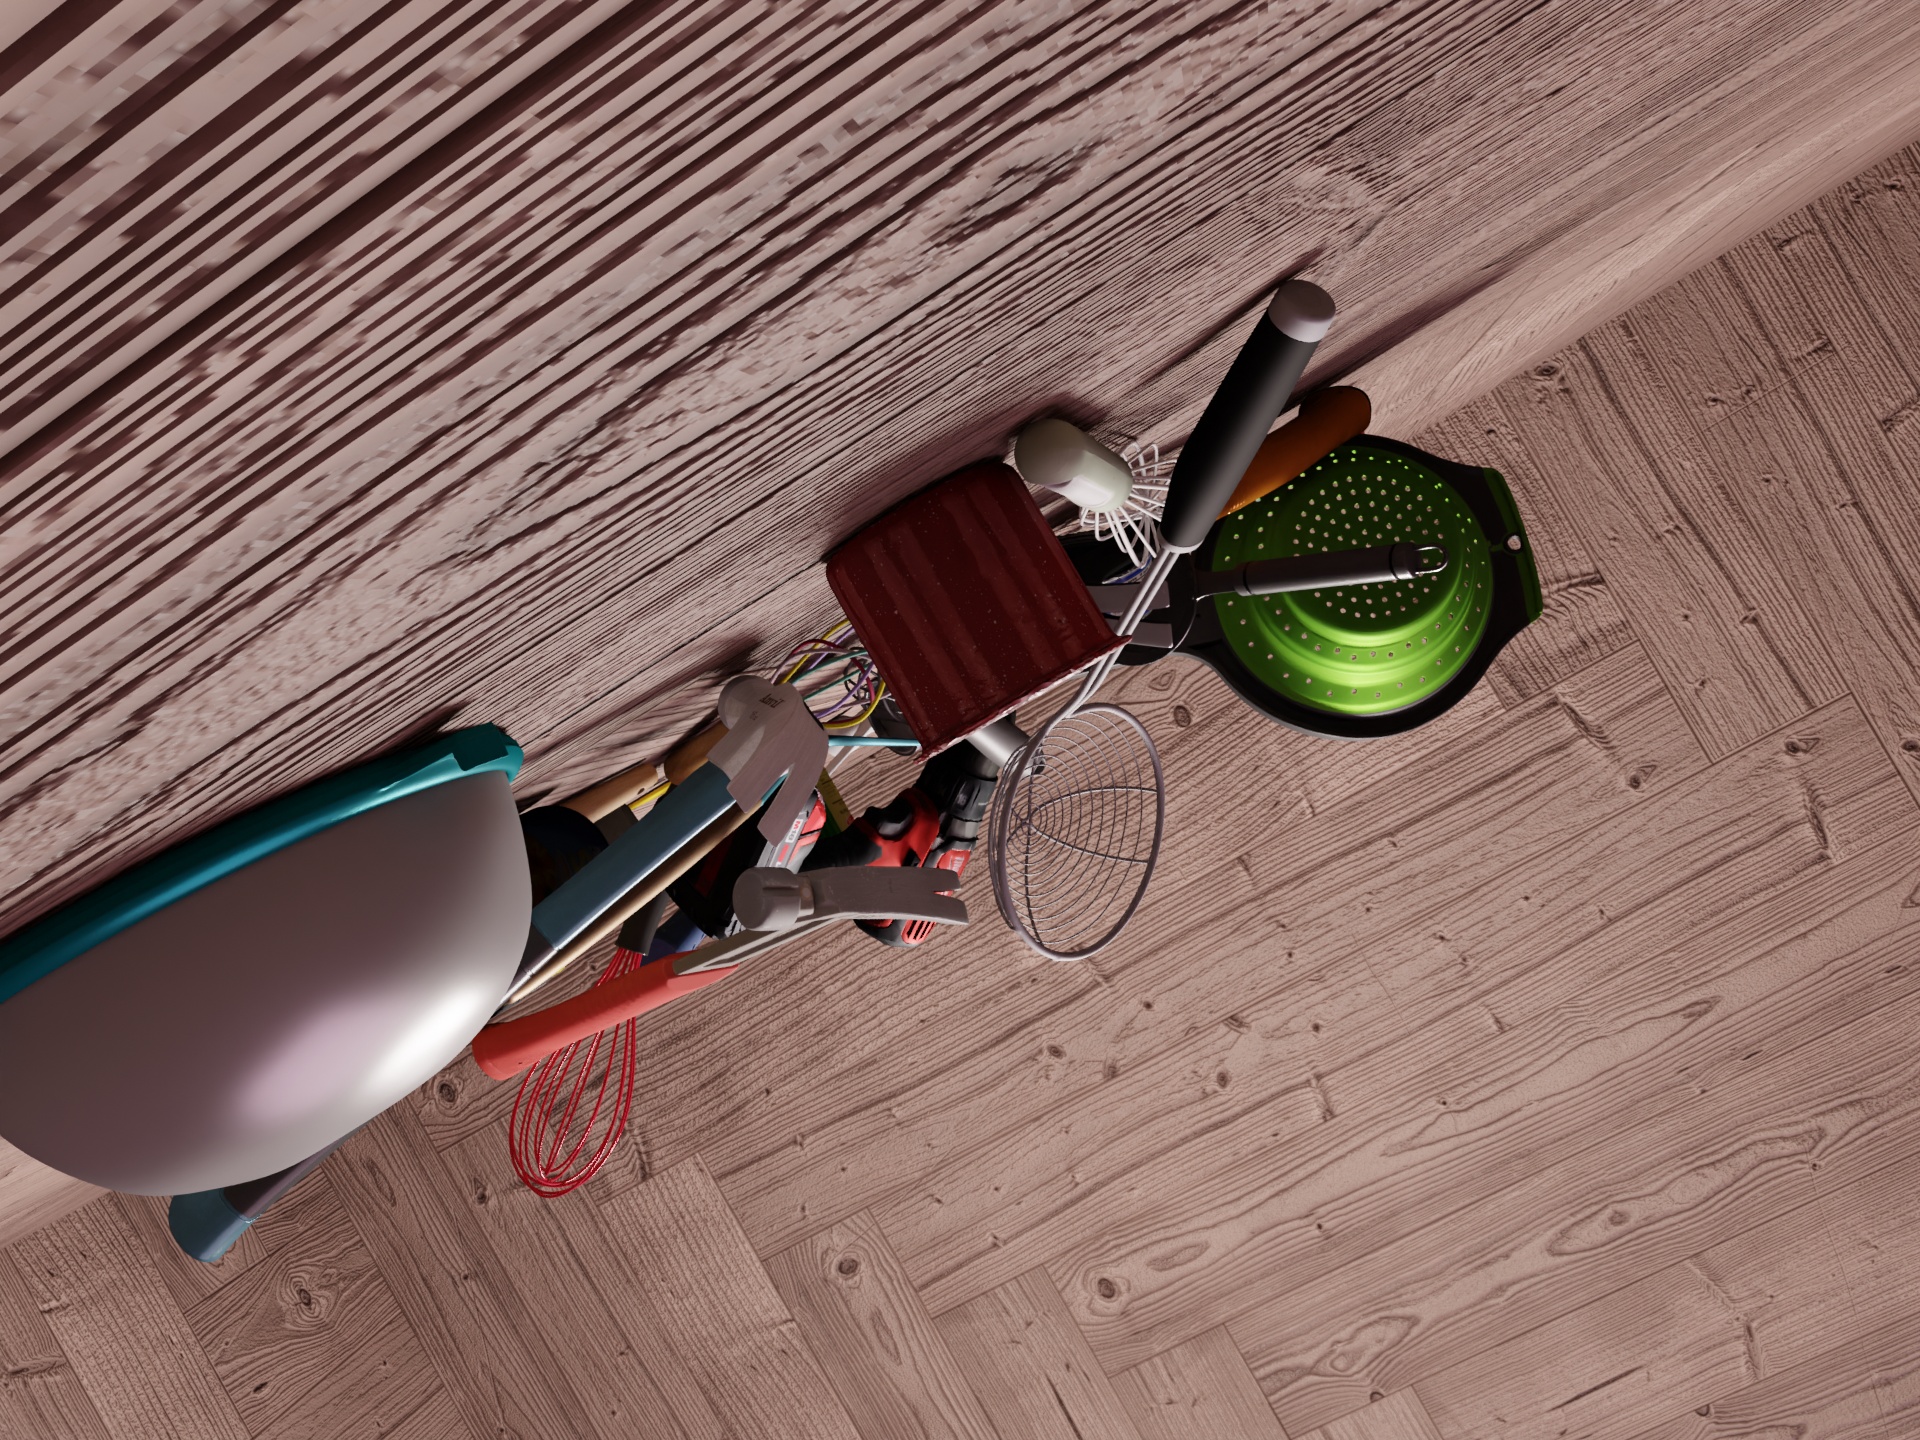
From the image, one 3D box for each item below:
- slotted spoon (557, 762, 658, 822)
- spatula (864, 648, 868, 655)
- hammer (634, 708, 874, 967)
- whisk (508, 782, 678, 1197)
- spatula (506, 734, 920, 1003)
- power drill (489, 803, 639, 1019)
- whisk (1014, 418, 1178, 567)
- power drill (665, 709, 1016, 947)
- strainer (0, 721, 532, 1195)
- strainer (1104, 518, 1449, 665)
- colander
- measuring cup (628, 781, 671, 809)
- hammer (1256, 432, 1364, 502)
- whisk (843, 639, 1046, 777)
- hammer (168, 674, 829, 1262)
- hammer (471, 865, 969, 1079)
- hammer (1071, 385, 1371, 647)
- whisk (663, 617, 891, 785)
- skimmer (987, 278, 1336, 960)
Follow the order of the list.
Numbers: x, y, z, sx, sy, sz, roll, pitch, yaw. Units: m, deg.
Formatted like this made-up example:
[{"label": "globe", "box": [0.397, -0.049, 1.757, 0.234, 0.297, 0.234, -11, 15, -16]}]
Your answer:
[{"label": "slotted spoon", "box": [-0.282, 0.096, 0.805, 0.314, 0.031, 0.070, -32, 163, -35]}, {"label": "spatula", "box": [0.015, -0.076, 0.932, 0.059, 0.018, 0.316, -49, 172, 23]}, {"label": "hammer", "box": [-0.133, 0.072, 1.258, 0.144, 0.035, 0.406, -32, -169, 33]}, {"label": "whisk", "box": [-0.226, 0.172, 1.060, 0.073, 0.073, 0.296, 144, -35, -78]}, {"label": "spatula", "box": [-0.121, 0.062, 0.827, 0.082, 0.044, 0.317, 2, -153, 34]}, {"label": "power drill", "box": [-0.289, 0.129, 0.945, 0.171, 0.080, 0.223, -29, 175, -32]}, {"label": "whisk", "box": [0.059, -0.096, 0.651, 0.058, 0.059, 0.246, -2, -178, 15]}, {"label": "power drill", "box": [-0.065, 0.059, 1.028, 0.226, 0.080, 0.188, 9, 113, -50]}, {"label": "strainer", "box": [-0.238, 0.106, 0.592, 0.211, 0.095, 0.340, -30, 178, -17]}, {"label": "strainer", "box": [0.157, -0.078, 0.898, 0.258, 0.087, 0.050, -3, -179, 45]}, {"label": "colander", "box": [0.166, -0.075, 0.986, 0.397, 0.205, 0.094, -14, 169, 3]}, {"label": "measuring cup", "box": [-0.227, 0.074, 1.117, 0.156, 0.029, 0.062, -31, 179, 14]}, {"label": "hammer", "box": [0.150, -0.130, 1.234, 0.386, 0.038, 0.143, -36, -166, 36]}, {"label": "whisk", "box": [-0.001, -0.002, 0.972, 0.055, 0.055, 0.238, -30, 151, 16]}, {"label": "hammer", "box": [-0.188, 0.099, 0.674, 0.331, 0.033, 0.128, -41, -158, -13]}, {"label": "hammer", "box": [-0.166, 0.152, 0.929, 0.359, 0.037, 0.149, -27, 157, 38]}, {"label": "hammer", "box": [0.146, -0.124, 0.882, 0.127, 0.034, 0.337, 12, -147, 39]}, {"label": "whisk", "box": [-0.102, 0.000, 0.833, 0.051, 0.047, 0.245, -31, -177, -37]}, {"label": "skimmer", "box": [0.094, -0.022, 0.683, 0.127, 0.090, 0.363, -37, 162, -36]}]
